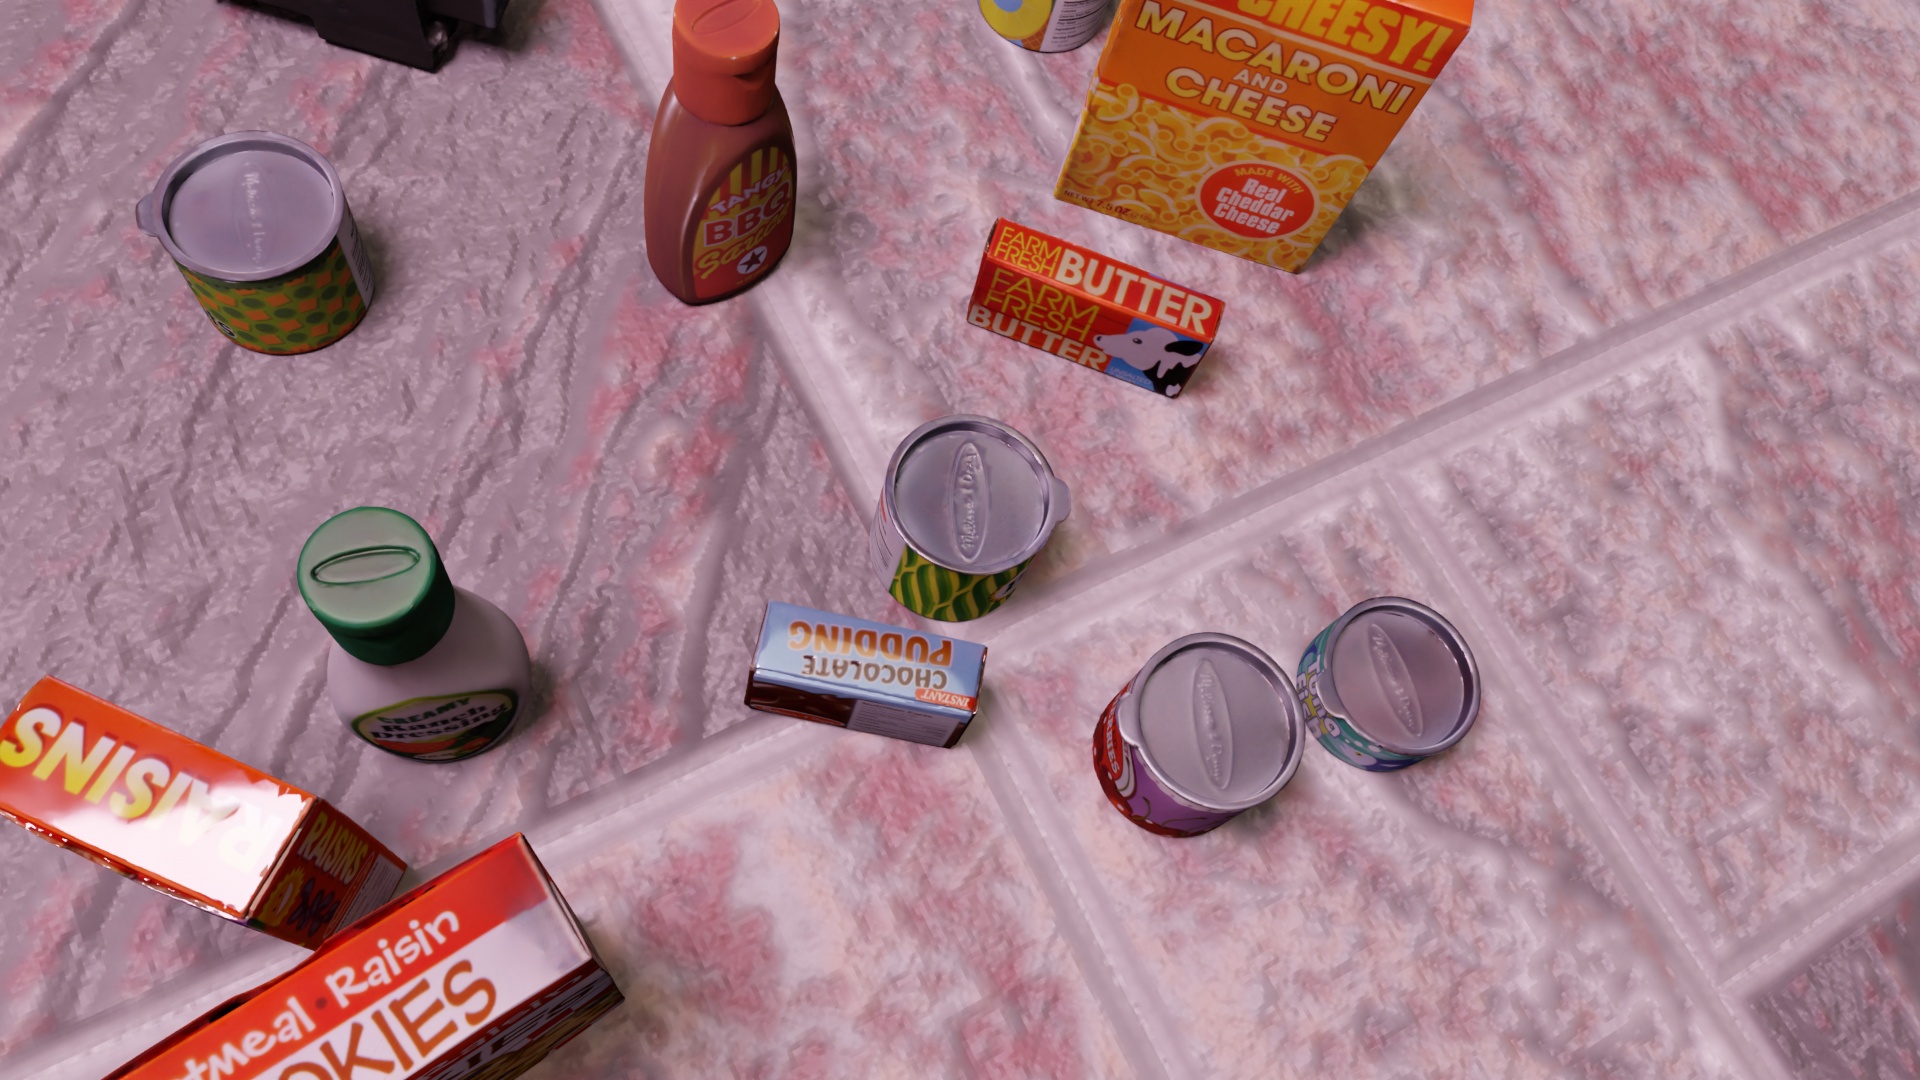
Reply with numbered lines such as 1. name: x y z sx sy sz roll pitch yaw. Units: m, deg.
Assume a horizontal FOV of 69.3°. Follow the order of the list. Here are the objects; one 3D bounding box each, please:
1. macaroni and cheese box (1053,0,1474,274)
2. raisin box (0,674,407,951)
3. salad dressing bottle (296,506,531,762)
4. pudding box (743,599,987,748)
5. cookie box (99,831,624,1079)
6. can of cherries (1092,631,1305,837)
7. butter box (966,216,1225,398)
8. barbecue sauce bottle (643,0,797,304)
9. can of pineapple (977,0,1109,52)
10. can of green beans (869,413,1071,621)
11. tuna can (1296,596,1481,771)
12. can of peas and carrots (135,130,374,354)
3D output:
1. macaroni and cheese box: 0.119 -0.190 0.584 0.124 0.165 0.040 16 66 -4
2. raisin box: -0.229 0.090 0.425 0.086 0.123 0.040 25 66 0
3. salad dressing bottle: -0.175 0.033 0.445 0.064 0.147 0.044 -10 70 -14
4. pudding box: -0.036 0.051 0.518 0.084 0.049 0.030 12 66 -6
5. cookie box: -0.162 0.144 0.391 0.123 0.166 0.040 -32 77 -21
6. can of cherries: 0.086 0.074 0.526 0.071 0.058 0.072 4 67 -9
7. butter box: 0.056 -0.099 0.596 0.103 0.053 0.024 21 66 -2
8. barbecue sauce bottle: -0.092 -0.152 0.539 0.065 0.148 0.044 -36 78 -22
9. can of pineapple: 0.043 -0.281 0.668 0.071 0.057 0.071 4 67 -9
10. can of green beans: 0.000 -0.007 0.545 0.071 0.057 0.071 4 67 -9
11. tuna can: 0.170 0.059 0.563 0.071 0.032 0.071 4 67 -9
12. can of peas and carrots: -0.270 -0.113 0.538 0.071 0.058 0.071 4 67 -9
